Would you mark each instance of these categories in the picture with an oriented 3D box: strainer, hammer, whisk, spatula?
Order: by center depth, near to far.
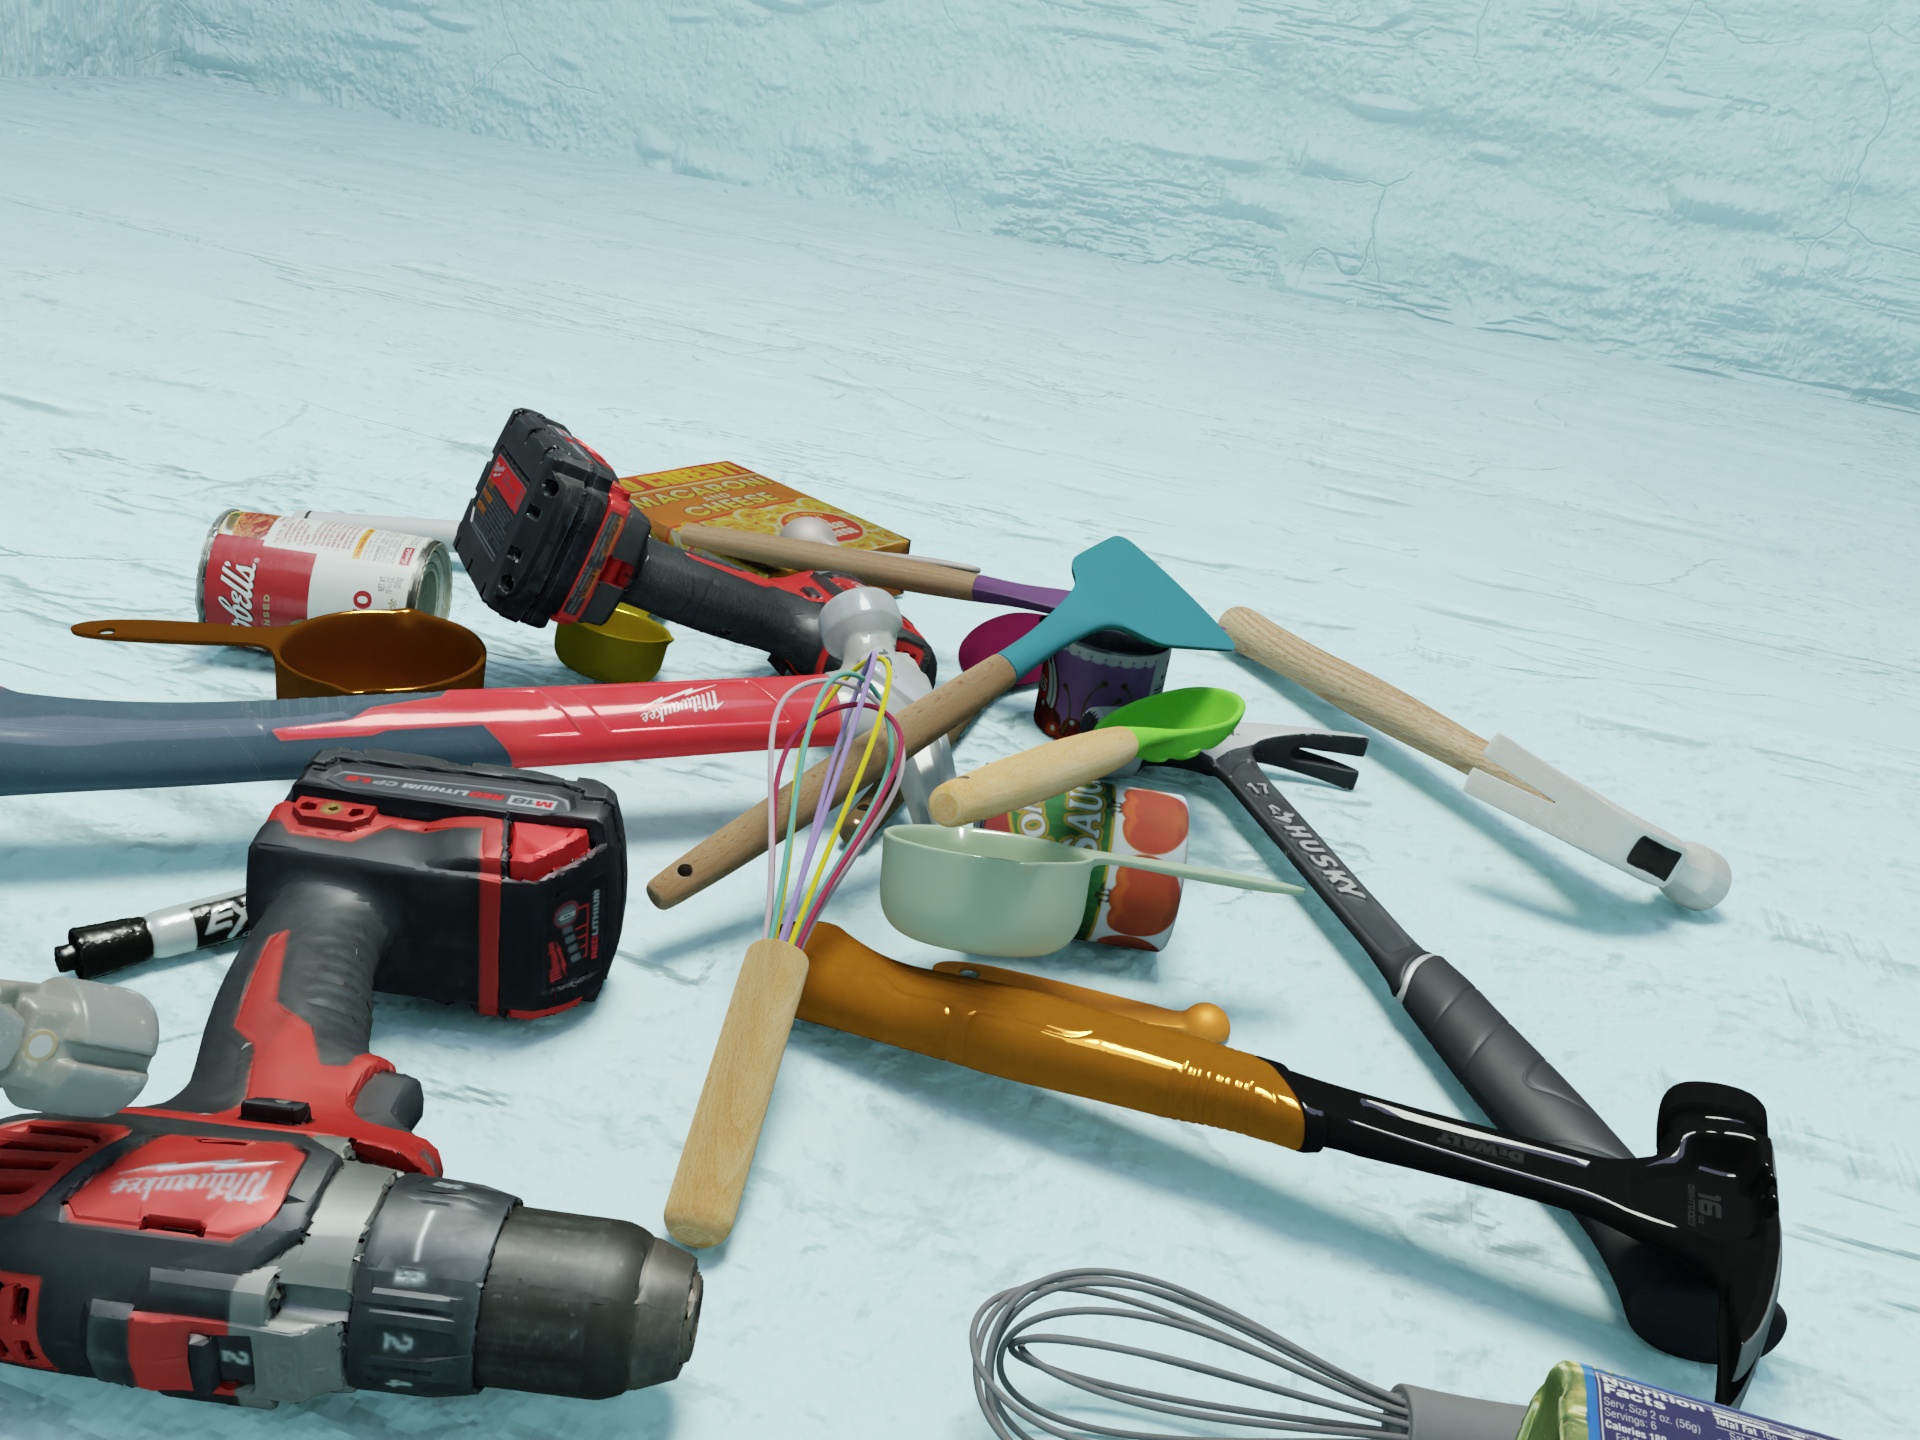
[{"bbox_3d":[0.117,0.188,0.417,0.239,0.055,0.055,12,24,-4],"label":"whisk"},{"bbox_3d":[-0.372,0.043,0.429,0.359,0.037,0.149,7,-15,37],"label":"hammer"},{"bbox_3d":[0.080,0.123,0.514,0.337,0.034,0.127,11,25,20],"label":"hammer"},{"bbox_3d":[-0.059,0.066,0.549,0.047,0.051,0.245,-6,43,19],"label":"whisk"},{"bbox_3d":[-0.189,0.016,0.629,0.386,0.038,0.143,-4,56,-23],"label":"hammer"},{"bbox_3d":[0.182,0.096,0.653,0.149,0.036,0.409,2,26,-18],"label":"hammer"},{"bbox_3d":[-0.001,-0.002,0.677,0.317,0.044,0.082,-33,70,-31],"label":"spatula"},{"bbox_3d":[-0.013,-0.075,0.848,0.316,0.018,0.060,12,12,22],"label":"spatula"},{"bbox_3d":[0.241,0.001,0.849,0.130,0.031,0.332,23,9,-34],"label":"hammer"},{"bbox_3d":[-0.274,-0.107,0.914,0.258,0.050,0.087,4,-6,3],"label":"strainer"}]

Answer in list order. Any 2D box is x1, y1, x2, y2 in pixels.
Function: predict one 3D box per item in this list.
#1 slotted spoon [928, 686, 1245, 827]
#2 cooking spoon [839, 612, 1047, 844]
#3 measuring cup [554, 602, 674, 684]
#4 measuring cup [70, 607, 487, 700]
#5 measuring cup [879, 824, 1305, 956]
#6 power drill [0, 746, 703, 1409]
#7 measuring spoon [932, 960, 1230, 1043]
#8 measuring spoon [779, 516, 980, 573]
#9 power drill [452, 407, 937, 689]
[{"bbox_3d":[0.053,0.013,0.618,0.070,0.031,0.313,-6,2,22],"label":"slotted spoon"},{"bbox_3d":[0.002,-0.008,0.829,0.069,0.017,0.319,10,24,15],"label":"cooking spoon"},{"bbox_3d":[-0.178,-0.049,0.860,0.062,0.029,0.156,17,12,-2],"label":"measuring cup"},{"bbox_3d":[-0.297,-0.013,0.699,0.173,0.052,0.095,5,25,-6],"label":"measuring cup"},{"bbox_3d":[0.050,0.068,0.586,0.167,0.038,0.083,9,3,-18],"label":"measuring cup"},{"bbox_3d":[-0.157,0.102,0.471,0.188,0.080,0.227,8,27,-2],"label":"power drill"},{"bbox_3d":[0.047,0.105,0.610,0.117,0.011,0.021,11,24,4],"label":"measuring spoon"},{"bbox_3d":[-0.045,-0.099,0.890,0.124,0.018,0.034,12,0,21],"label":"measuring spoon"},{"bbox_3d":[-0.126,-0.068,0.785,0.219,0.078,0.143,22,11,-32],"label":"power drill"}]
